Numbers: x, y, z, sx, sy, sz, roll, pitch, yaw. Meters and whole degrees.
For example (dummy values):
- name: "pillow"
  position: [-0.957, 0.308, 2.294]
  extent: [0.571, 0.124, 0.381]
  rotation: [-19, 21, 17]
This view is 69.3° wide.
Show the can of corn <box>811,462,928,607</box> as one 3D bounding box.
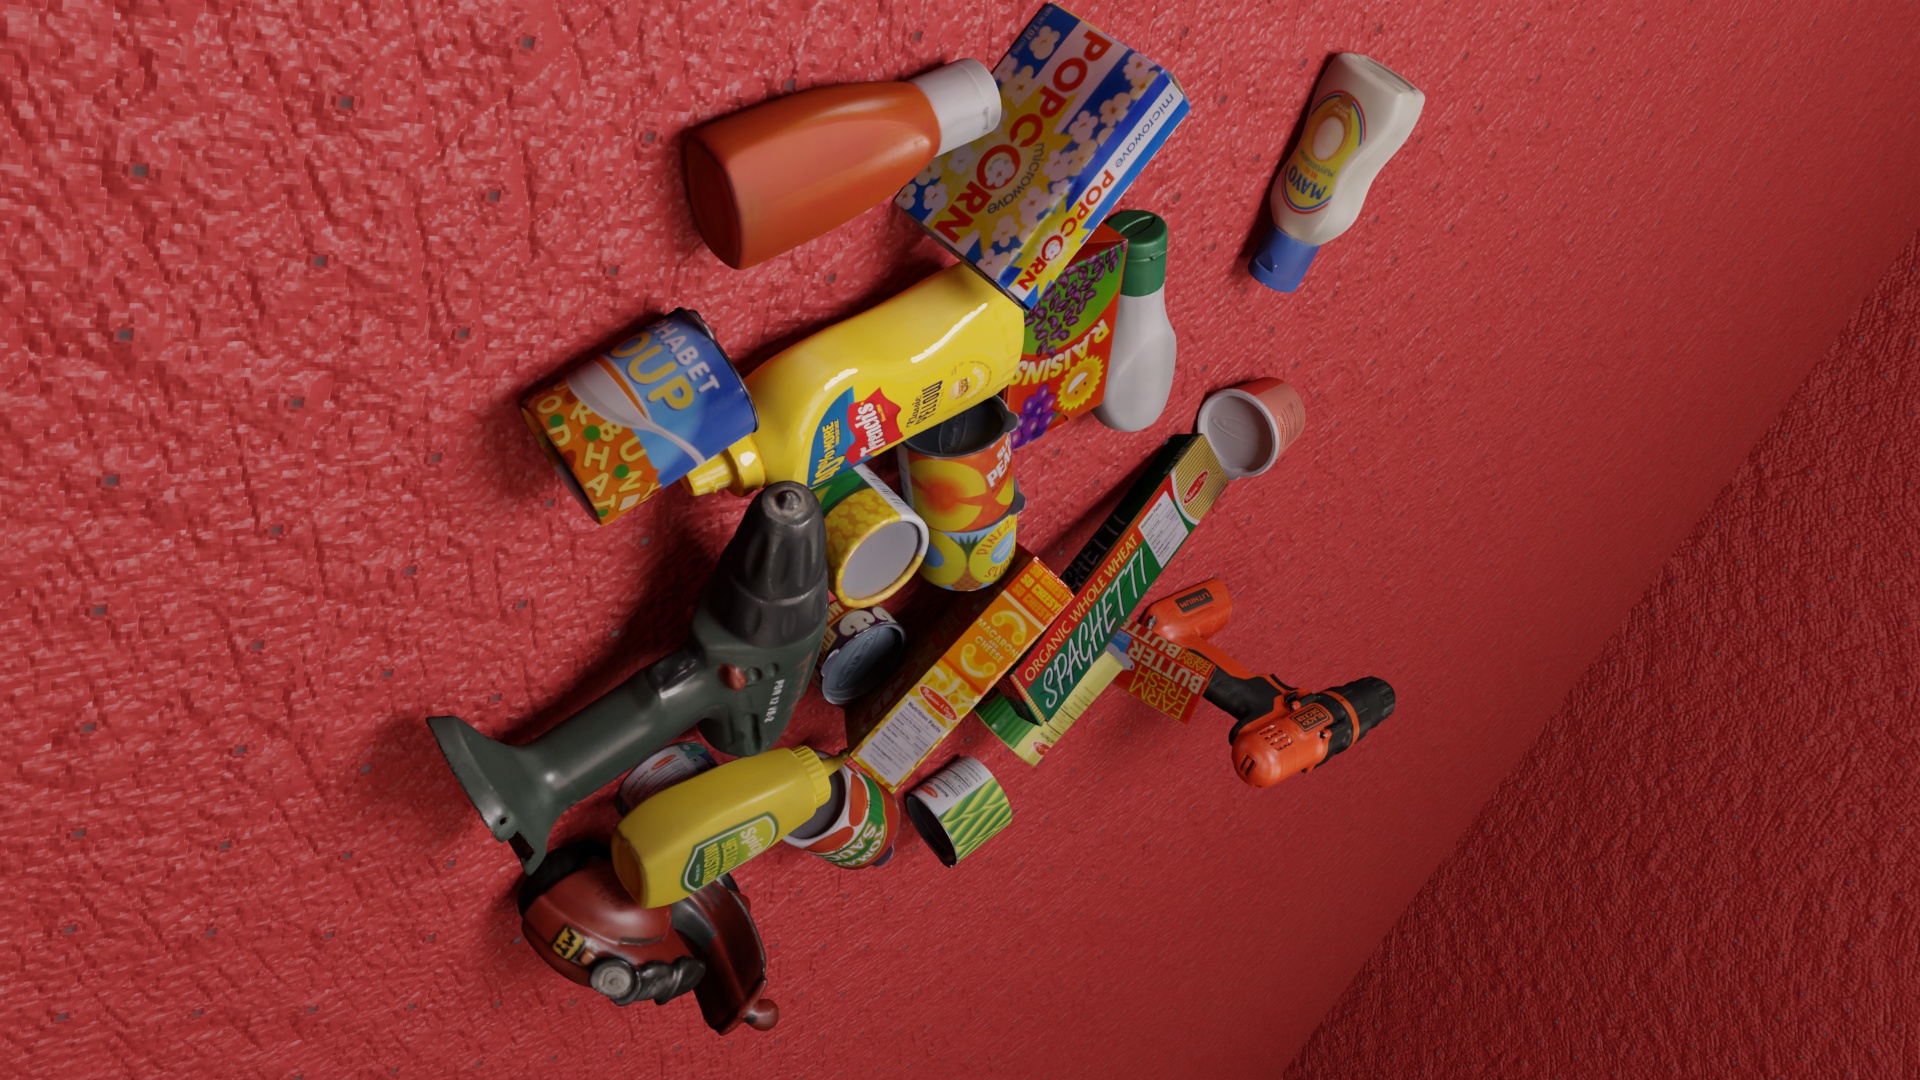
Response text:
- name: "can of corn"
  position: [-0.062, -0.002, 0.788]
  extent: [0.071, 0.058, 0.070]
  rotation: [-31, 145, -25]

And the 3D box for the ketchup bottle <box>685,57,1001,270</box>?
- name: "ketchup bottle"
  position: [-0.049, -0.176, 0.623]
  extent: [0.149, 0.043, 0.064]
  rotation: [-30, 146, -25]

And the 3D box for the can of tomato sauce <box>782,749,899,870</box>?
- name: "can of tomato sauce"
  position: [-0.088, 0.189, 0.960]
  extent: [0.071, 0.071, 0.083]
  rotation: [-45, 148, -2]

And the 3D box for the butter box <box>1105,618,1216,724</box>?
- name: "butter box"
  position: [0.148, 0.100, 1.112]
  extent: [0.024, 0.103, 0.052]
  rotation: [-41, 155, -52]

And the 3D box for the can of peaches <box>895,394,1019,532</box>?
- name: "can of peaches"
  position: [-0.001, -0.047, 0.794]
  extent: [0.071, 0.071, 0.057]
  rotation: [-30, 138, -25]

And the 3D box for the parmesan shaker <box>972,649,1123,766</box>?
- name: "parmesan shaker"
  position: [0.068, 0.113, 1.066]
  extent: [0.103, 0.071, 0.071]
  rotation: [-48, 149, 0]

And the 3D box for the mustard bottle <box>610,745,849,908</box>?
- name: "mustard bottle"
  position: [-0.129, 0.160, 0.833]
  extent: [0.161, 0.049, 0.065]
  rotation: [-24, 143, -32]

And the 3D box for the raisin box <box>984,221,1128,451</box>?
- name: "raisin box"
  position: [0.048, -0.119, 0.809]
  extent: [0.086, 0.040, 0.122]
  rotation: [-30, 145, -27]

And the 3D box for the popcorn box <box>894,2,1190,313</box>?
- name: "popcorn box"
  position: [0.039, -0.187, 0.675]
  extent: [0.126, 0.085, 0.038]
  rotation: [-51, 147, 8]

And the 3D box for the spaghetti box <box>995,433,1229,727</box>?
- name: "spaghetti box"
  position: [0.107, 0.021, 0.965]
  extent: [0.251, 0.028, 0.050]
  rotation: [-49, 121, -28]

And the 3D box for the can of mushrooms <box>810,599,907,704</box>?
- name: "can of mushrooms"
  position: [-0.071, 0.068, 0.880]
  extent: [0.071, 0.033, 0.070]
  rotation: [-31, 146, -24]

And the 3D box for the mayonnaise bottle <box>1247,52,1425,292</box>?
- name: "mayonnaise bottle"
  position: [0.232, -0.229, 0.886]
  extent: [0.041, 0.065, 0.147]
  rotation: [-10, 137, -40]

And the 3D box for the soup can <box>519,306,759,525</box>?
- name: "soup can"
  position: [-0.144, -0.057, 0.621]
  extent: [0.084, 0.071, 0.071]
  rotation: [-35, 147, -18]

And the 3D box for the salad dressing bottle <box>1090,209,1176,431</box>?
- name: "salad dressing bottle"
  position: [0.106, -0.134, 0.858]
  extent: [0.064, 0.044, 0.146]
  rotation: [-32, 145, -23]

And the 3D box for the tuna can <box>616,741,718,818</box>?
- name: "tuna can"
  position: [-0.175, 0.161, 0.860]
  extent: [0.071, 0.033, 0.070]
  rotation: [-30, 144, -25]

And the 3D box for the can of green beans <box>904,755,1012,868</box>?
- name: "can of green beans"
  position: [-0.001, 0.212, 1.093]
  extent: [0.058, 0.071, 0.071]
  rotation: [-32, 145, -24]

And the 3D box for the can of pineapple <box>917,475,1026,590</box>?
- name: "can of pineapple"
  position: [0.003, -0.011, 0.846]
  extent: [0.071, 0.071, 0.057]
  rotation: [-31, 146, -24]

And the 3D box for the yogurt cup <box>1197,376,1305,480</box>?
- name: "yogurt cup"
  position: [0.217, -0.087, 1.025]
  extent: [0.054, 0.072, 0.072]
  rotation: [-30, 146, -39]

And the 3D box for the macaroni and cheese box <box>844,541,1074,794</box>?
- name: "macaroni and cheese box"
  position: [-0.004, 0.076, 0.899]
  extent: [0.166, 0.040, 0.124]
  rotation: [-47, -171, 0]
